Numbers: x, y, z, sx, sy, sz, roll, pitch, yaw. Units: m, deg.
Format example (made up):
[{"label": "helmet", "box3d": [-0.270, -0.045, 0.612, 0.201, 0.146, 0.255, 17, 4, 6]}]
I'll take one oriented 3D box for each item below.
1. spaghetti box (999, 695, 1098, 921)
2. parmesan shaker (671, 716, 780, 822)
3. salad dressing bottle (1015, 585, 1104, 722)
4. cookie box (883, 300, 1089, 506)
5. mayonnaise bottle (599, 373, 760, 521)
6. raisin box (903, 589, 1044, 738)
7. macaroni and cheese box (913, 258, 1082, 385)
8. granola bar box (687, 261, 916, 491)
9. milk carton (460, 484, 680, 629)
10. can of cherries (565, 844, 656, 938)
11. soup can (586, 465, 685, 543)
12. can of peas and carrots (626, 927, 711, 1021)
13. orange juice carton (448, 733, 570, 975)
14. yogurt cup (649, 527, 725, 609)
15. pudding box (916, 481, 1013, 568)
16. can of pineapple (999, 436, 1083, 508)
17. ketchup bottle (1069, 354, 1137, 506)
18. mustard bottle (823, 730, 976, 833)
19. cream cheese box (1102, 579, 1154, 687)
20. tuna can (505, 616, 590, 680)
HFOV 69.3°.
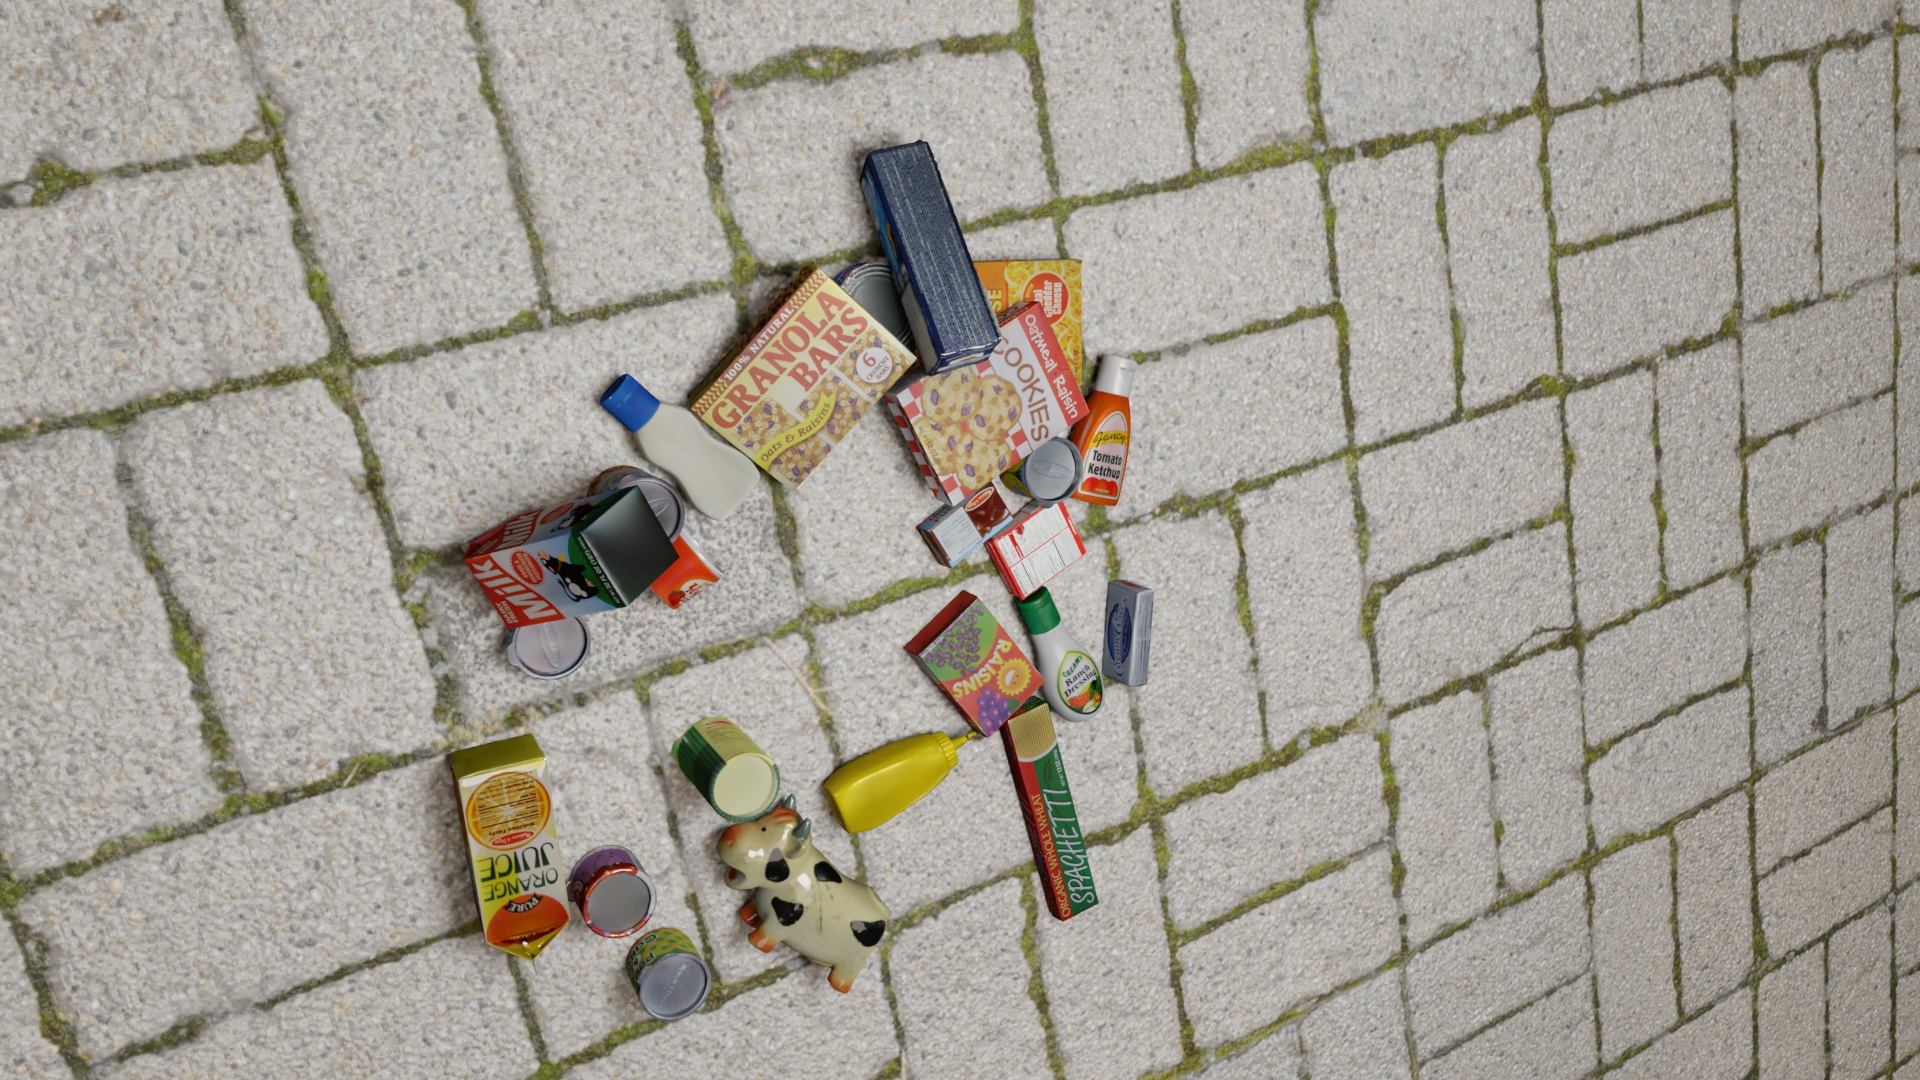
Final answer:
[{"label": "spaghetti box", "box3d": [0.093, 0.284, 1.459, 0.050, 0.029, 0.249, -22, 108, -21]}, {"label": "parmesan shaker", "box3d": [-0.212, 0.205, 1.249, 0.071, 0.103, 0.071, -5, 103, -25]}, {"label": "salad dressing bottle", "box3d": [0.100, 0.116, 1.422, 0.064, 0.044, 0.147, -36, 113, -23]}, {"label": "cookie box", "box3d": [0.026, -0.129, 1.295, 0.168, 0.040, 0.122, -35, 115, -16]}, {"label": "mayonnaise bottle", "box3d": [-0.247, -0.084, 1.212, 0.148, 0.041, 0.065, 44, 81, -25]}, {"label": "raisin box", "box3d": [0.015, 0.124, 1.384, 0.086, 0.040, 0.123, -44, 114, -14]}, {"label": "macaroni and cheese box", "box3d": [0.036, -0.206, 1.331, 0.167, 0.040, 0.123, -7, 104, -26]}, {"label": "granola bar box", "box3d": [-0.140, -0.145, 1.231, 0.124, 0.039, 0.165, 40, 97, -26]}, {"label": "milk carton", "box3d": [-0.328, 0.018, 1.123, 0.072, 0.190, 0.074, 63, 38, -21]}, {"label": "can of cherries", "box3d": [-0.313, 0.316, 1.244, 0.071, 0.058, 0.071, -5, 102, -26]}, {"label": "soup can", "box3d": [-0.279, -0.030, 1.182, 0.071, 0.084, 0.071, -5, 102, -26]}, {"label": "can of peas and carrots", "box3d": [-0.272, 0.398, 1.280, 0.071, 0.059, 0.070, -5, 102, -25]}, {"label": "orange juice carton", "box3d": [-0.384, 0.273, 1.193, 0.073, 0.072, 0.192, -11, 104, -24]}, {"label": "yogurt cup", "box3d": [-0.249, 0.024, 1.219, 0.054, 0.072, 0.072, -42, 115, -5]}, {"label": "pudding box", "box3d": [0.005, -0.017, 1.357, 0.084, 0.030, 0.049, -39, 113, -15]}, {"label": "can of pineapple", "box3d": [0.077, -0.071, 1.367, 0.071, 0.058, 0.071, -5, 102, -25]}, {"label": "ketchup bottle", "box3d": [0.144, -0.111, 1.401, 0.065, 0.043, 0.148, 10, 94, -30]}, {"label": "mustard bottle", "box3d": [-0.053, 0.227, 1.363, 0.161, 0.049, 0.065, -25, 110, -21]}, {"label": "cream cheese box", "box3d": [0.175, 0.097, 1.451, 0.024, 0.053, 0.103, -2, 101, -28]}, {"label": "tuna can", "box3d": [-0.357, 0.085, 1.193, 0.071, 0.033, 0.071, -5, 102, -26]}]
